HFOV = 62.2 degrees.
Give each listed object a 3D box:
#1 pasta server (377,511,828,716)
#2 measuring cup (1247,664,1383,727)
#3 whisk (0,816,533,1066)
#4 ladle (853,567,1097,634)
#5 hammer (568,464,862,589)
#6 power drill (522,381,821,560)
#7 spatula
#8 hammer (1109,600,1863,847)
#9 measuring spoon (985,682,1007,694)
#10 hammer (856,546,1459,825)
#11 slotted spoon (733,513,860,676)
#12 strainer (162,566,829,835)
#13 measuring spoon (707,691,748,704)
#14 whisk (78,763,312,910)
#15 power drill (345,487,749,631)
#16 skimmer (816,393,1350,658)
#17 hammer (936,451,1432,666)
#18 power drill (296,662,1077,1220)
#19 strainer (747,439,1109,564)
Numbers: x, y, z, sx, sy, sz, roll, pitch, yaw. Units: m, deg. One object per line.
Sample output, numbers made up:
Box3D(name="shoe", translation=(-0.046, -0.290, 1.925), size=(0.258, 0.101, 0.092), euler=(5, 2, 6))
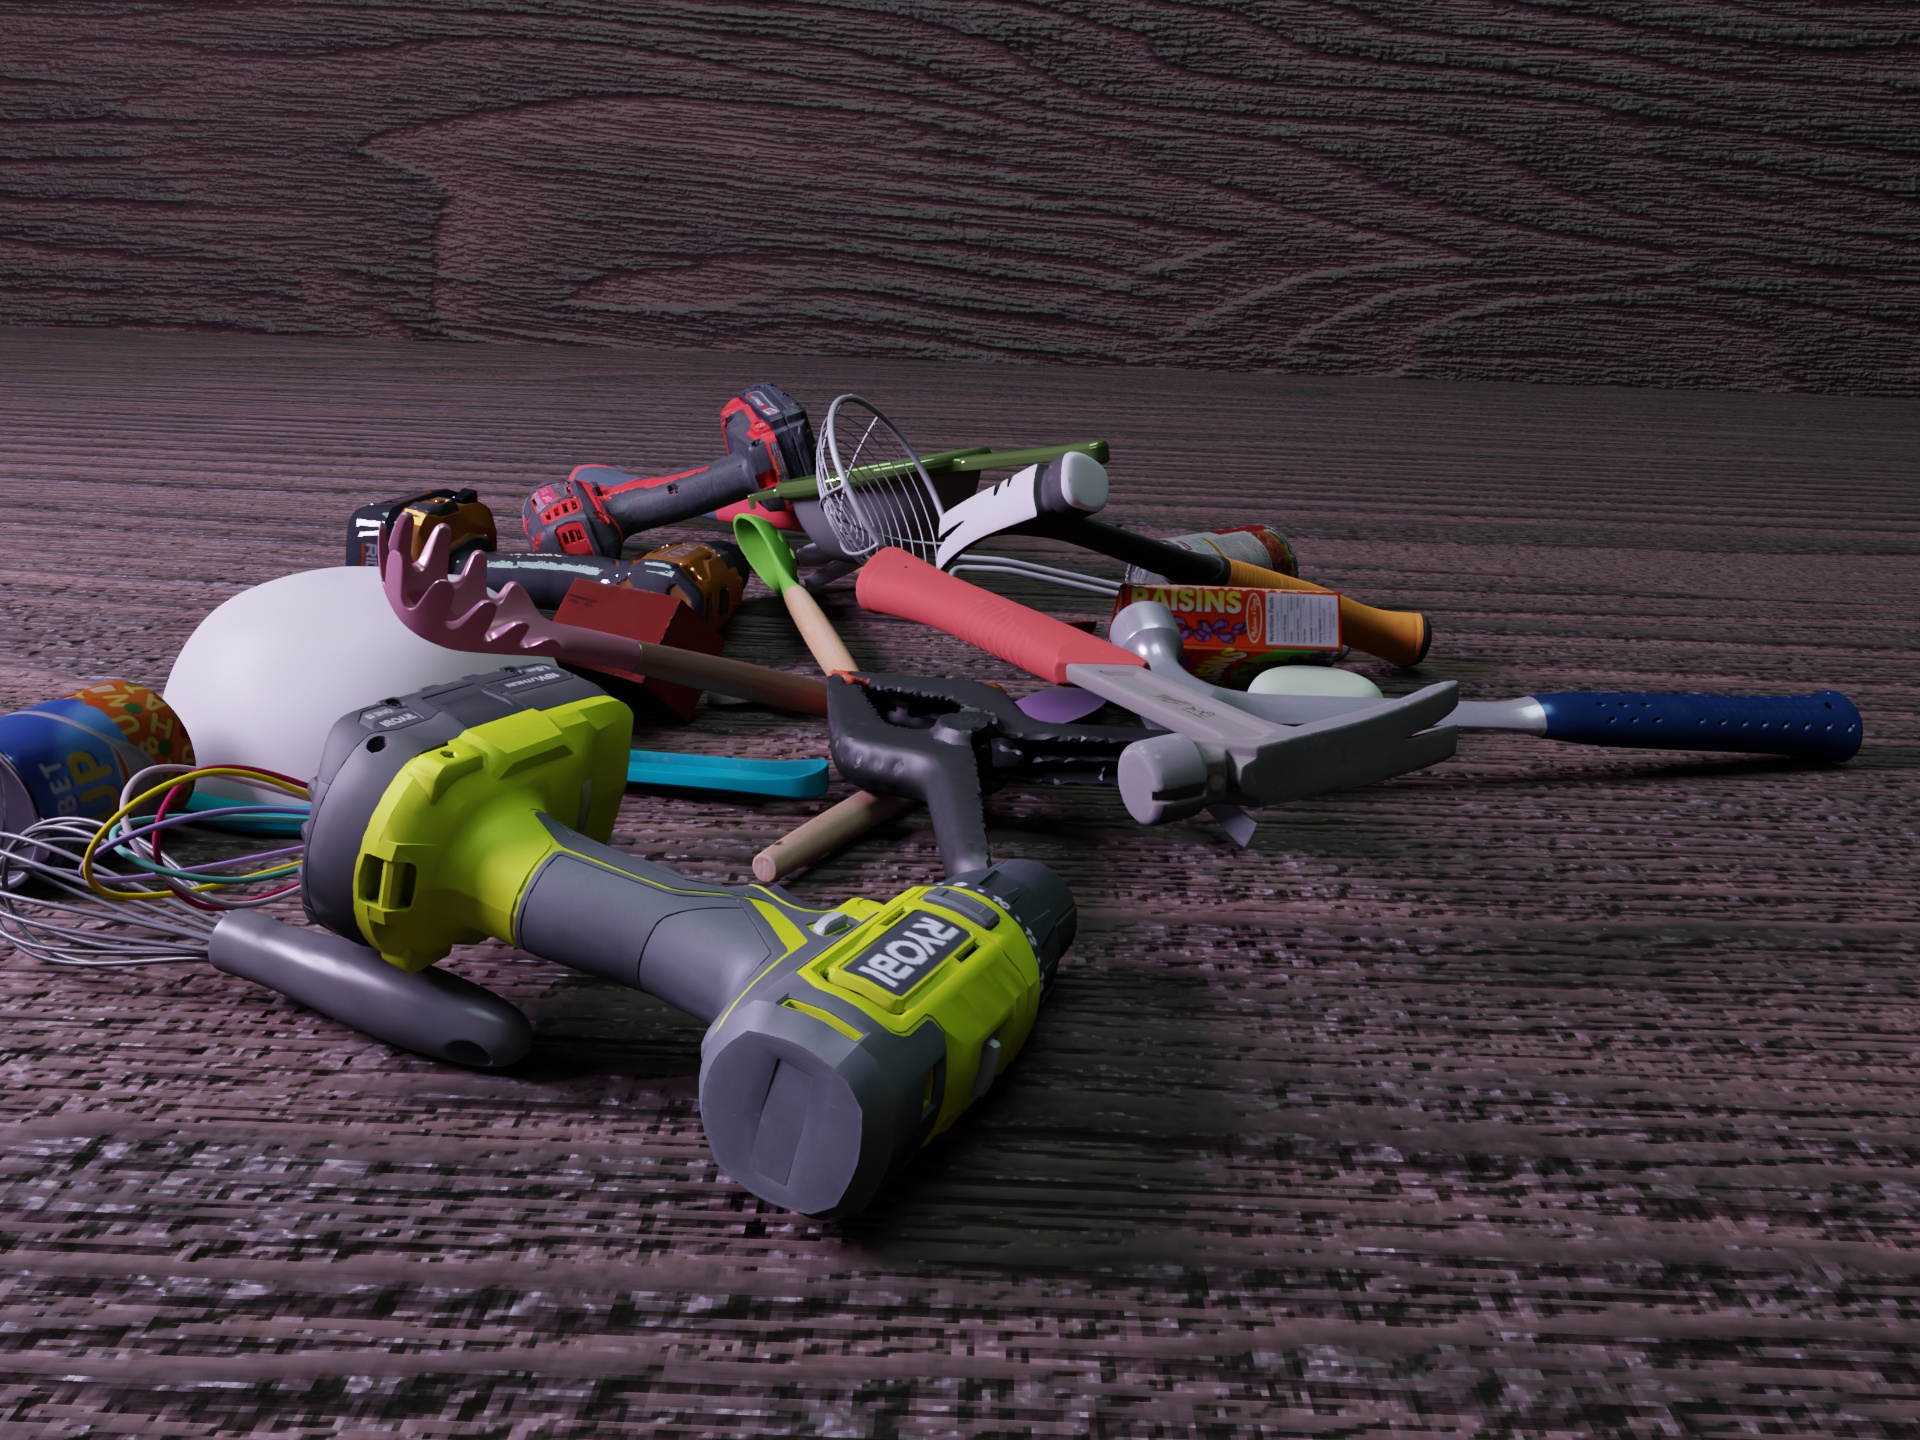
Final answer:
Box3D(name="pasta server", translation=(-0.128, -0.031, 0.743), size=(0.316, 0.040, 0.060), euler=(13, 27, -45))
Box3D(name="measuring cup", translation=(0.152, -0.015, 0.880), size=(0.168, 0.038, 0.083), euler=(14, 22, 27))
Box3D(name="whisk", translation=(-0.250, 0.079, 0.549), size=(0.239, 0.055, 0.055), euler=(14, 21, 18))
Box3D(name="ladle", translation=(-0.011, -0.085, 1.099), size=(0.069, 0.031, 0.316), euler=(-4, 17, -31))
Box3D(name="hammer", translation=(-0.203, -0.169, 1.290), size=(0.386, 0.038, 0.143), euler=(12, 36, 39))
Box3D(name="power drill", translation=(-0.220, -0.174, 1.192), size=(0.219, 0.078, 0.143), euler=(-23, 29, -12))
Box3D(name="spatula", translation=(-0.004, 0.021, 0.785), size=(0.060, 0.018, 0.316), euler=(0, 15, 30))
Box3D(name="hammer", translation=(0.283, 0.003, 0.806), size=(0.405, 0.035, 0.144), euler=(2, 41, -16))
Box3D(name="measuring spoon", translation=(-0.001, -0.003, 0.870), size=(0.021, 0.011, 0.117), euler=(9, 20, 21))
Box3D(name="hammer", translation=(0.054, -0.033, 0.739), size=(0.149, 0.036, 0.359), euler=(-11, 21, -25))
Box3D(name="slotted spoon", translation=(-0.097, -0.068, 1.005), size=(0.031, 0.070, 0.314), euler=(-27, 30, -5))
Box3D(name="strainer", translation=(-0.227, -0.020, 0.762), size=(0.340, 0.095, 0.211), euler=(5, 18, 12))
Box3D(name="measuring spoon", translation=(-0.086, -0.021, 0.873), size=(0.124, 0.018, 0.034), euler=(-2, 13, 26))
Box3D(name="whisk", translation=(-0.214, 0.038, 0.584), size=(0.051, 0.047, 0.245), euler=(10, 2, 18))
Box3D(name="power drill", translation=(-0.251, -0.096, 1.026), size=(0.226, 0.084, 0.185), euler=(8, 15, 5))
Box3D(name="skimmer", translation=(0.084, -0.105, 0.965), size=(0.363, 0.090, 0.127), euler=(12, 43, -13))
Box3D(name="hammer", translation=(0.149, -0.079, 0.927), size=(0.336, 0.034, 0.127), euler=(13, -18, -34))
Box3D(name="power drill", translation=(-0.080, 0.059, 0.533), size=(0.228, 0.080, 0.190), euler=(22, 21, 18))
Box3D(name="strainer", translation=(-0.007, -0.144, 1.063), size=(0.256, 0.069, 0.151), euler=(1, 15, 39))
